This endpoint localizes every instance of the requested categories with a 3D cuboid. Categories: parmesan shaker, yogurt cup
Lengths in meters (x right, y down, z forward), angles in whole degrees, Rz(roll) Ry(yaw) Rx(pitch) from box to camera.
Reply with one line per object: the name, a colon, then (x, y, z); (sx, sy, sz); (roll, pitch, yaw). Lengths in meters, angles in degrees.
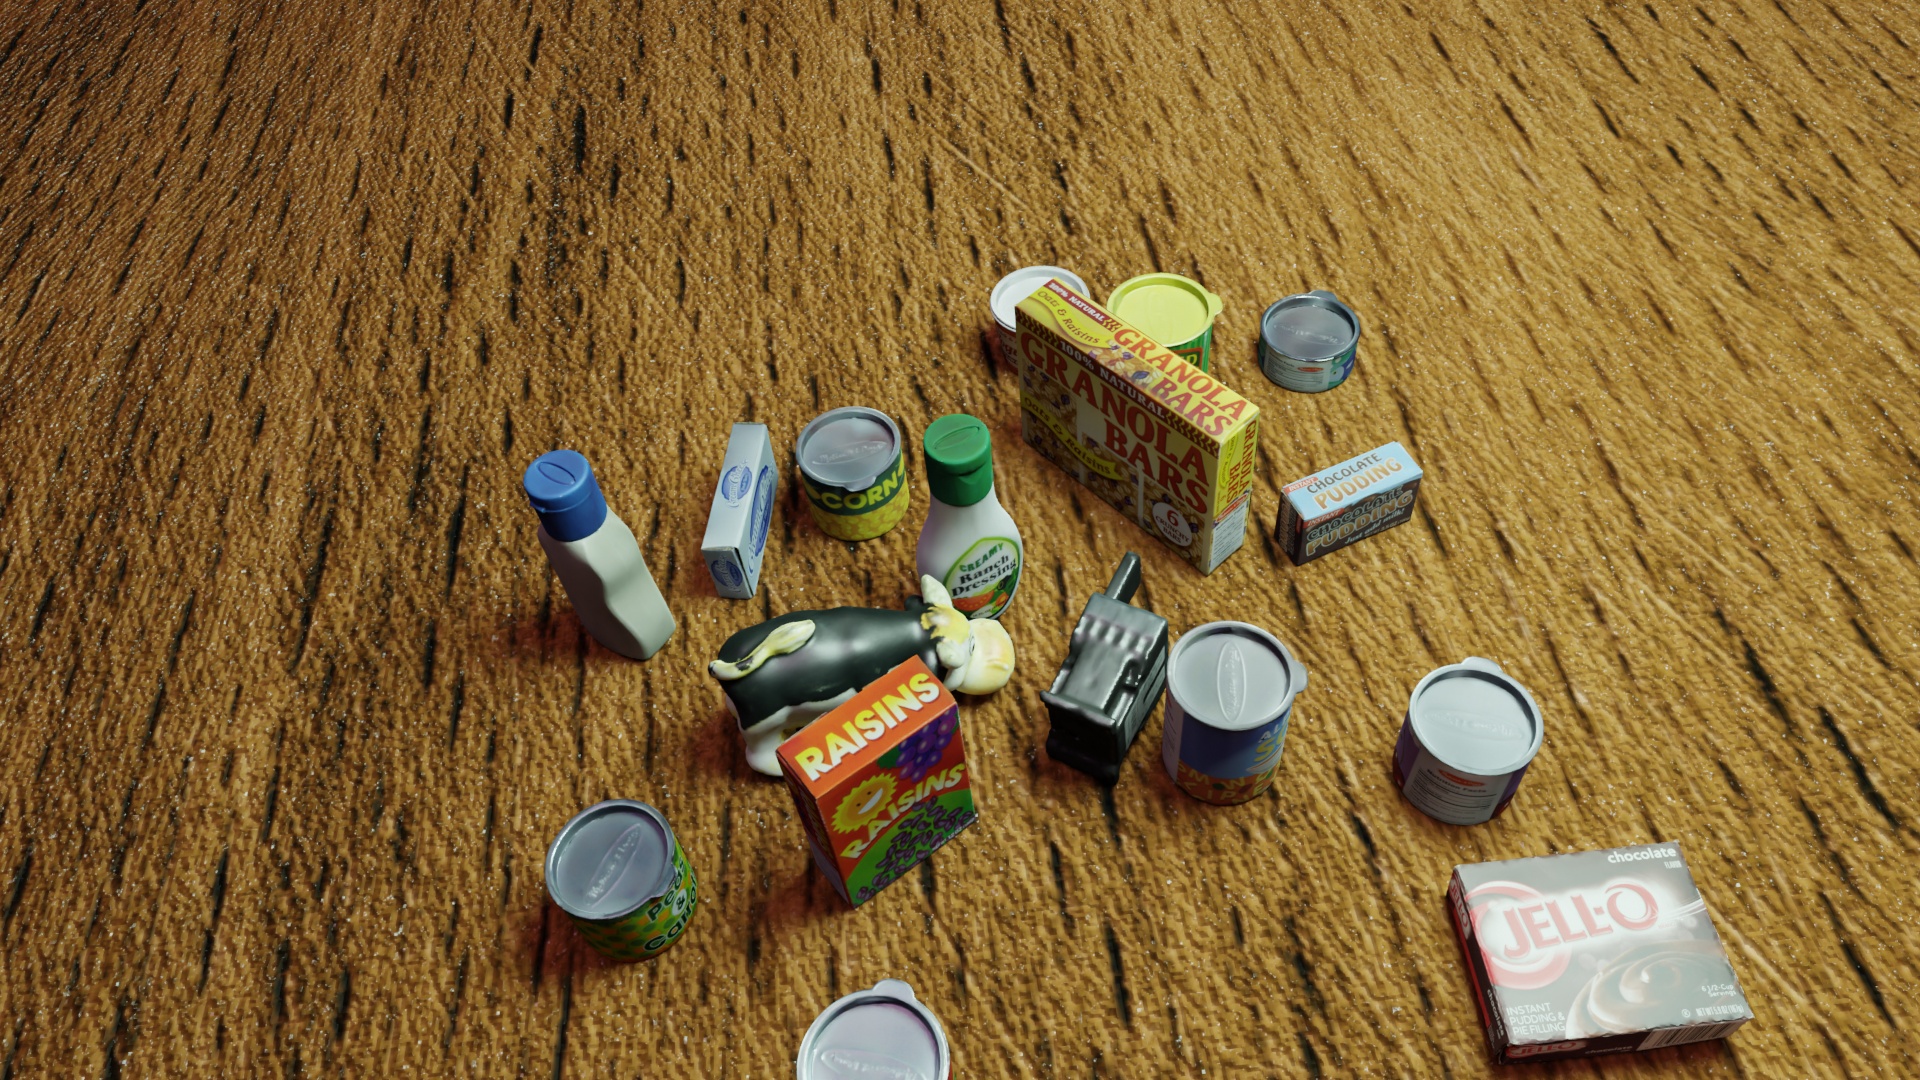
parmesan shaker: (0.130, -0.111, 0.893); (0.071, 0.102, 0.072); (-3, 52, 4)
yogurt cup: (0.056, -0.149, 0.962); (0.072, 0.053, 0.073); (-3, 51, 4)

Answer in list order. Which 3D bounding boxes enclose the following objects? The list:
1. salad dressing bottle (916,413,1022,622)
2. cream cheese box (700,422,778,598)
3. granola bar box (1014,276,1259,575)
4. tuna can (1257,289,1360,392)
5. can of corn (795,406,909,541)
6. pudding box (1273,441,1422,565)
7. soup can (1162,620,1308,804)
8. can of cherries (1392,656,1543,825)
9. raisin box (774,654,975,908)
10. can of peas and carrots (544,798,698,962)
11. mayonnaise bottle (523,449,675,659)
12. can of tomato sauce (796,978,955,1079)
salad dressing bottle: (0.003, -0.010, 0.797); (0.064, 0.147, 0.044); (-25, 54, -14)
cream cheese box: (-0.138, -0.019, 0.879); (0.024, 0.053, 0.104); (1, 52, 7)
granola bar box: (0.105, -0.071, 0.850); (0.039, 0.123, 0.166); (-37, 57, -21)
tuna can: (0.237, -0.136, 0.947); (0.071, 0.032, 0.071); (-3, 51, 4)
can of corn: (-0.067, -0.040, 0.885); (0.071, 0.058, 0.071); (-3, 51, 4)
pudding box: (0.235, -0.023, 0.846); (0.084, 0.049, 0.030); (-21, 53, -11)
soup can: (0.144, 0.093, 0.741); (0.071, 0.083, 0.072); (-3, 51, 4)
can of cherries: (0.267, 0.106, 0.734); (0.071, 0.058, 0.072); (-3, 51, 4)
raisin box: (-0.040, 0.125, 0.709); (0.086, 0.122, 0.040); (-32, 55, -19)
can of peas and carrots: (-0.172, 0.178, 0.722); (0.071, 0.058, 0.071); (-3, 51, 4)
mayonnaise bottle: (-0.211, 0.009, 0.803); (0.065, 0.147, 0.041); (26, 59, 24)
can of tomato sauce: (-0.035, 0.250, 0.635); (0.071, 0.082, 0.071); (-3, 51, 4)
